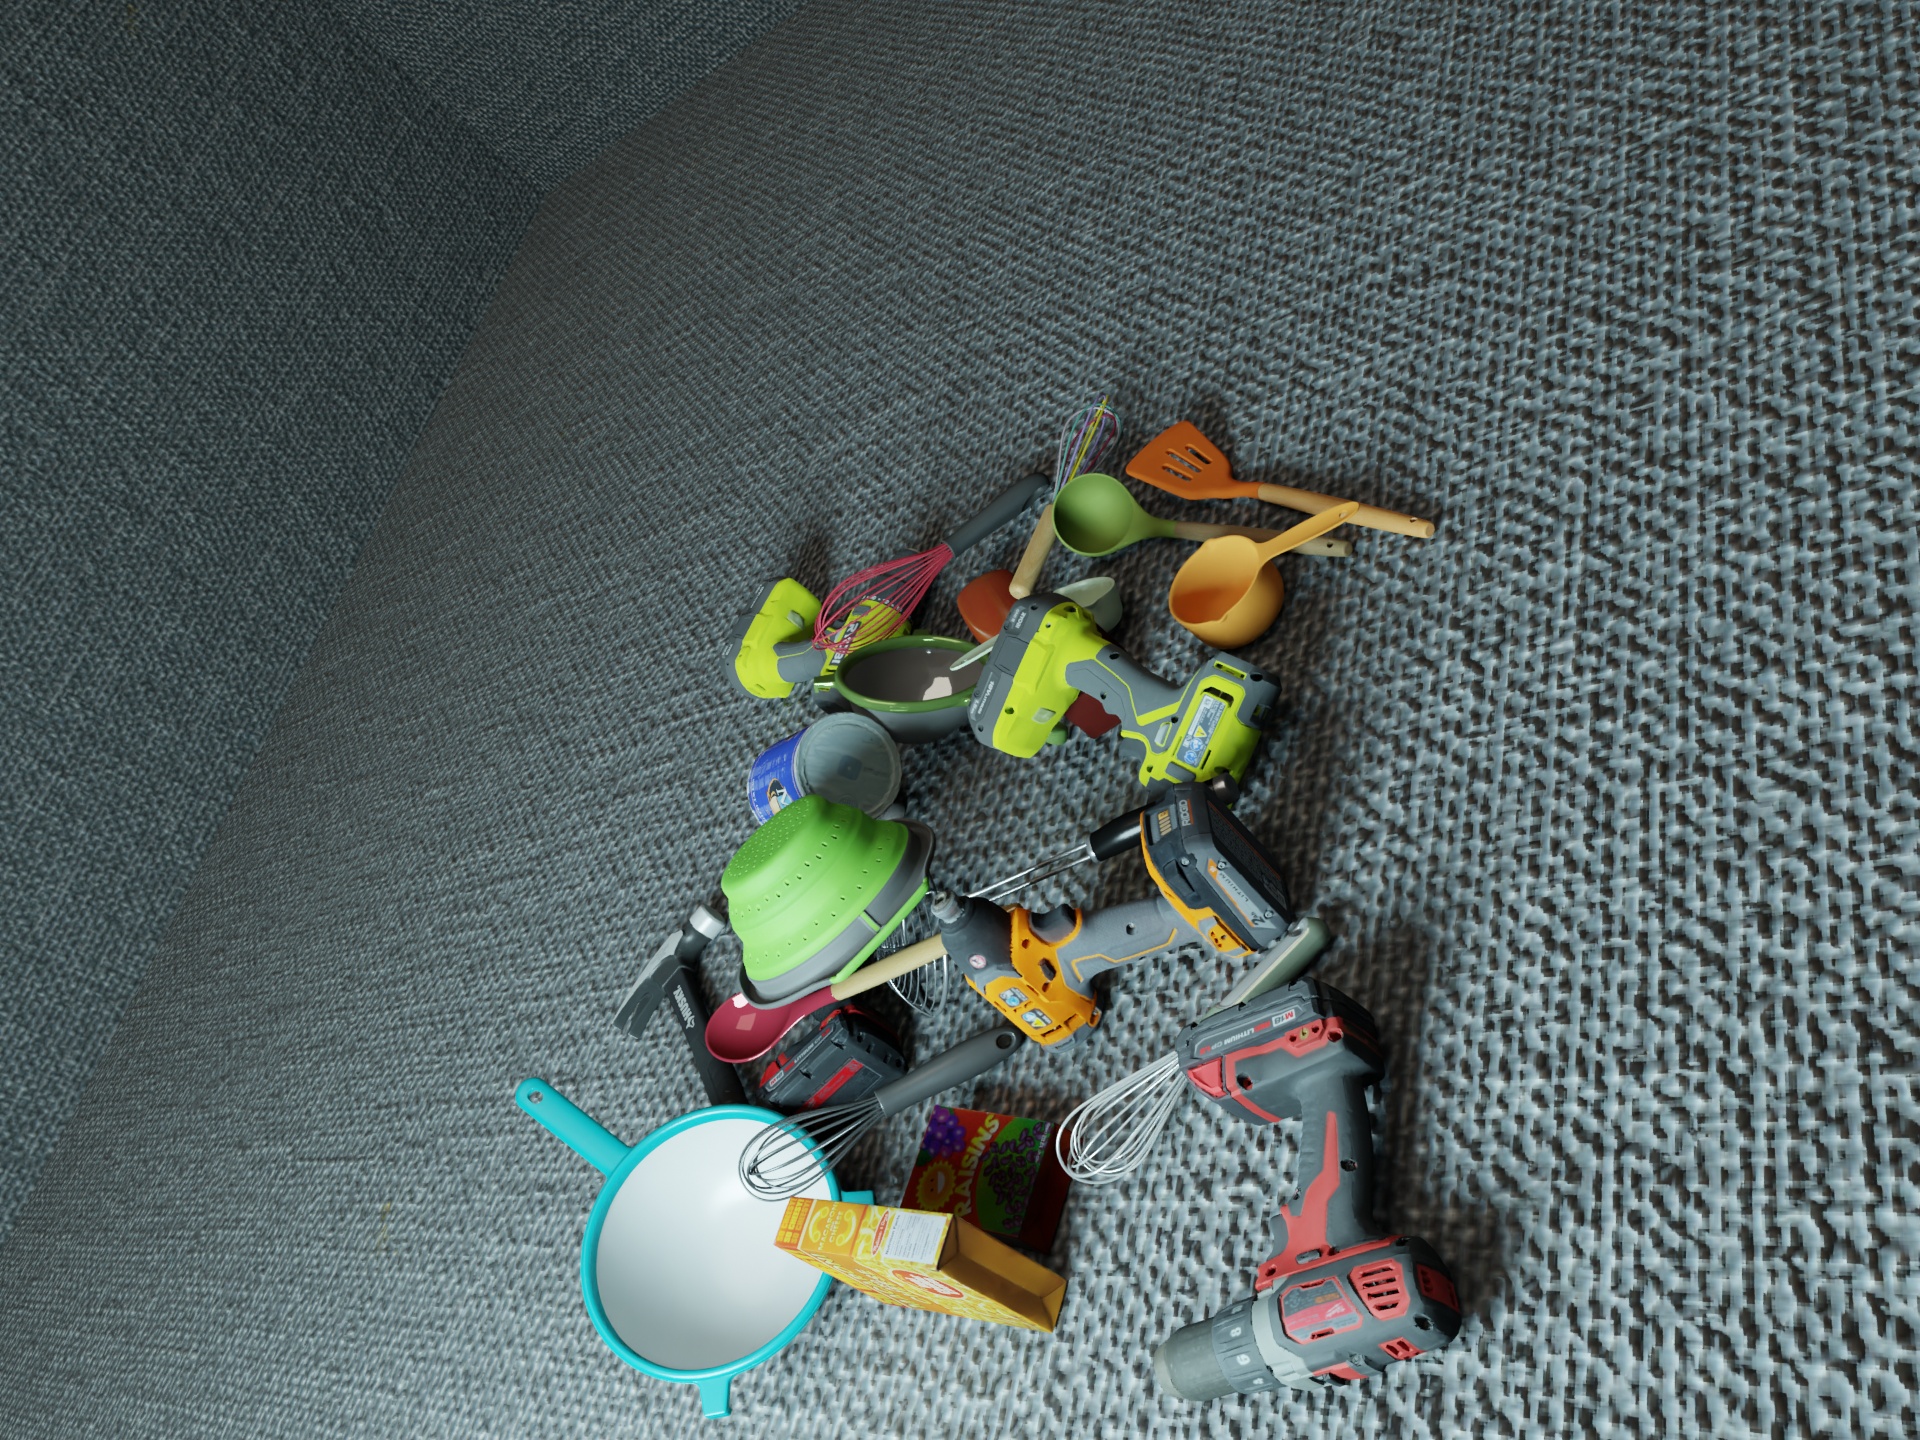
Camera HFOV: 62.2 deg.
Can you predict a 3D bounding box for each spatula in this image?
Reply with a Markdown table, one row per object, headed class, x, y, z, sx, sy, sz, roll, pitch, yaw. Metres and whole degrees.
| class | x | y | z | sx | sy | sz | roll | pitch | yaw |
| --- | --- | --- | --- | --- | --- | --- | --- | --- | --- |
| spatula | 0.268 | -0.195 | 1.335 | 0.081 | 0.041 | 0.323 | -41 | 34 | -16 |

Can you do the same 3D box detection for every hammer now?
| class | x | y | z | sx | sy | sz | roll | pitch | yaw |
| --- | --- | --- | --- | --- | --- | --- | --- | --- | --- |
| hammer | -0.236 | 0.305 | 1.460 | 0.146 | 0.035 | 0.335 | -49 | 32 | 3 |

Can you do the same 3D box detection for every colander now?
| class | x | y | z | sx | sy | sz | roll | pitch | yaw |
| --- | --- | --- | --- | --- | --- | --- | --- | --- | --- |
| colander | -0.156 | 0.126 | 1.367 | 0.204 | 0.094 | 0.397 | -46 | 16 | -15 |

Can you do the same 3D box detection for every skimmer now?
| class | x | y | z | sx | sy | sz | roll | pitch | yaw |
| --- | --- | --- | --- | --- | --- | --- | --- | --- | --- |
| skimmer | 0.069 | 0.125 | 1.236 | 0.363 | 0.090 | 0.127 | -27 | 62 | 29 |

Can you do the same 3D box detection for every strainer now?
| class | x | y | z | sx | sy | sz | roll | pitch | yaw |
| --- | --- | --- | --- | --- | --- | --- | --- | --- | --- |
| strainer | -0.002 | -0.005 | 1.460 | 0.257 | 0.069 | 0.151 | 23 | 37 | 38 |
| strainer | -0.229 | 0.392 | 1.273 | 0.341 | 0.095 | 0.211 | 26 | 65 | 32 |

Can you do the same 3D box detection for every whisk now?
| class | x | y | z | sx | sy | sz | roll | pitch | yaw |
| --- | --- | --- | --- | --- | --- | --- | --- | --- | --- |
| whisk | -0.058 | 0.294 | 1.207 | 0.239 | 0.055 | 0.055 | -26 | 34 | -9 |
| whisk | 0.100 | -0.215 | 1.526 | 0.047 | 0.051 | 0.245 | -8 | 50 | 50 |
| whisk | -0.027 | -0.158 | 1.574 | 0.296 | 0.073 | 0.073 | -37 | 33 | -12 |
| whisk | 0.160 | 0.224 | 1.085 | 0.246 | 0.059 | 0.058 | -45 | 7 | 2 |

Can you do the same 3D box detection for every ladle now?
| class | x | y | z | sx | sy | sz | roll | pitch | yaw |
| --- | --- | --- | --- | --- | --- | --- | --- | --- | --- |
| ladle | -0.079 | 0.204 | 1.255 | 0.315 | 0.031 | 0.069 | -27 | 43 | 28 |
| ladle | 0.201 | -0.167 | 1.376 | 0.320 | 0.062 | 0.078 | 16 | 87 | 50 |

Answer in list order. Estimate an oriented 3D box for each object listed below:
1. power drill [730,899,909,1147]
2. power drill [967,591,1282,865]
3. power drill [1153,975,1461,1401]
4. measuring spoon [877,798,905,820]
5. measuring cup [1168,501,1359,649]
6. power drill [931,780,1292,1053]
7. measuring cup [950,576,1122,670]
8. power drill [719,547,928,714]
| class | x | y | z | sx | sy | sz | roll | pitch | yaw |
| --- | --- | --- | --- | --- | --- | --- | --- | --- | --- |
| power drill | -0.133 | 0.251 | 1.369 | 0.143 | 0.078 | 0.220 | -44 | 32 | 10 |
| power drill | 0.121 | 0.003 | 1.247 | 0.223 | 0.080 | 0.171 | 28 | 96 | 35 |
| power drill | 0.190 | 0.291 | 0.967 | 0.188 | 0.080 | 0.227 | -31 | 43 | 29 |
| measuring spoon | -0.093 | 0.124 | 1.482 | 0.034 | 0.018 | 0.124 | 22 | 77 | 54 |
| measuring cup | 0.253 | -0.119 | 1.277 | 0.173 | 0.052 | 0.095 | -28 | 41 | 28 |
| power drill | 0.099 | 0.137 | 1.128 | 0.226 | 0.164 | 0.084 | -32 | 31 | 23 |
| measuring cup | 0.069 | -0.073 | 1.405 | 0.167 | 0.038 | 0.083 | -30 | 20 | -10 |
| power drill | -0.139 | -0.096 | 1.682 | 0.229 | 0.080 | 0.191 | 5 | 64 | 48 |
